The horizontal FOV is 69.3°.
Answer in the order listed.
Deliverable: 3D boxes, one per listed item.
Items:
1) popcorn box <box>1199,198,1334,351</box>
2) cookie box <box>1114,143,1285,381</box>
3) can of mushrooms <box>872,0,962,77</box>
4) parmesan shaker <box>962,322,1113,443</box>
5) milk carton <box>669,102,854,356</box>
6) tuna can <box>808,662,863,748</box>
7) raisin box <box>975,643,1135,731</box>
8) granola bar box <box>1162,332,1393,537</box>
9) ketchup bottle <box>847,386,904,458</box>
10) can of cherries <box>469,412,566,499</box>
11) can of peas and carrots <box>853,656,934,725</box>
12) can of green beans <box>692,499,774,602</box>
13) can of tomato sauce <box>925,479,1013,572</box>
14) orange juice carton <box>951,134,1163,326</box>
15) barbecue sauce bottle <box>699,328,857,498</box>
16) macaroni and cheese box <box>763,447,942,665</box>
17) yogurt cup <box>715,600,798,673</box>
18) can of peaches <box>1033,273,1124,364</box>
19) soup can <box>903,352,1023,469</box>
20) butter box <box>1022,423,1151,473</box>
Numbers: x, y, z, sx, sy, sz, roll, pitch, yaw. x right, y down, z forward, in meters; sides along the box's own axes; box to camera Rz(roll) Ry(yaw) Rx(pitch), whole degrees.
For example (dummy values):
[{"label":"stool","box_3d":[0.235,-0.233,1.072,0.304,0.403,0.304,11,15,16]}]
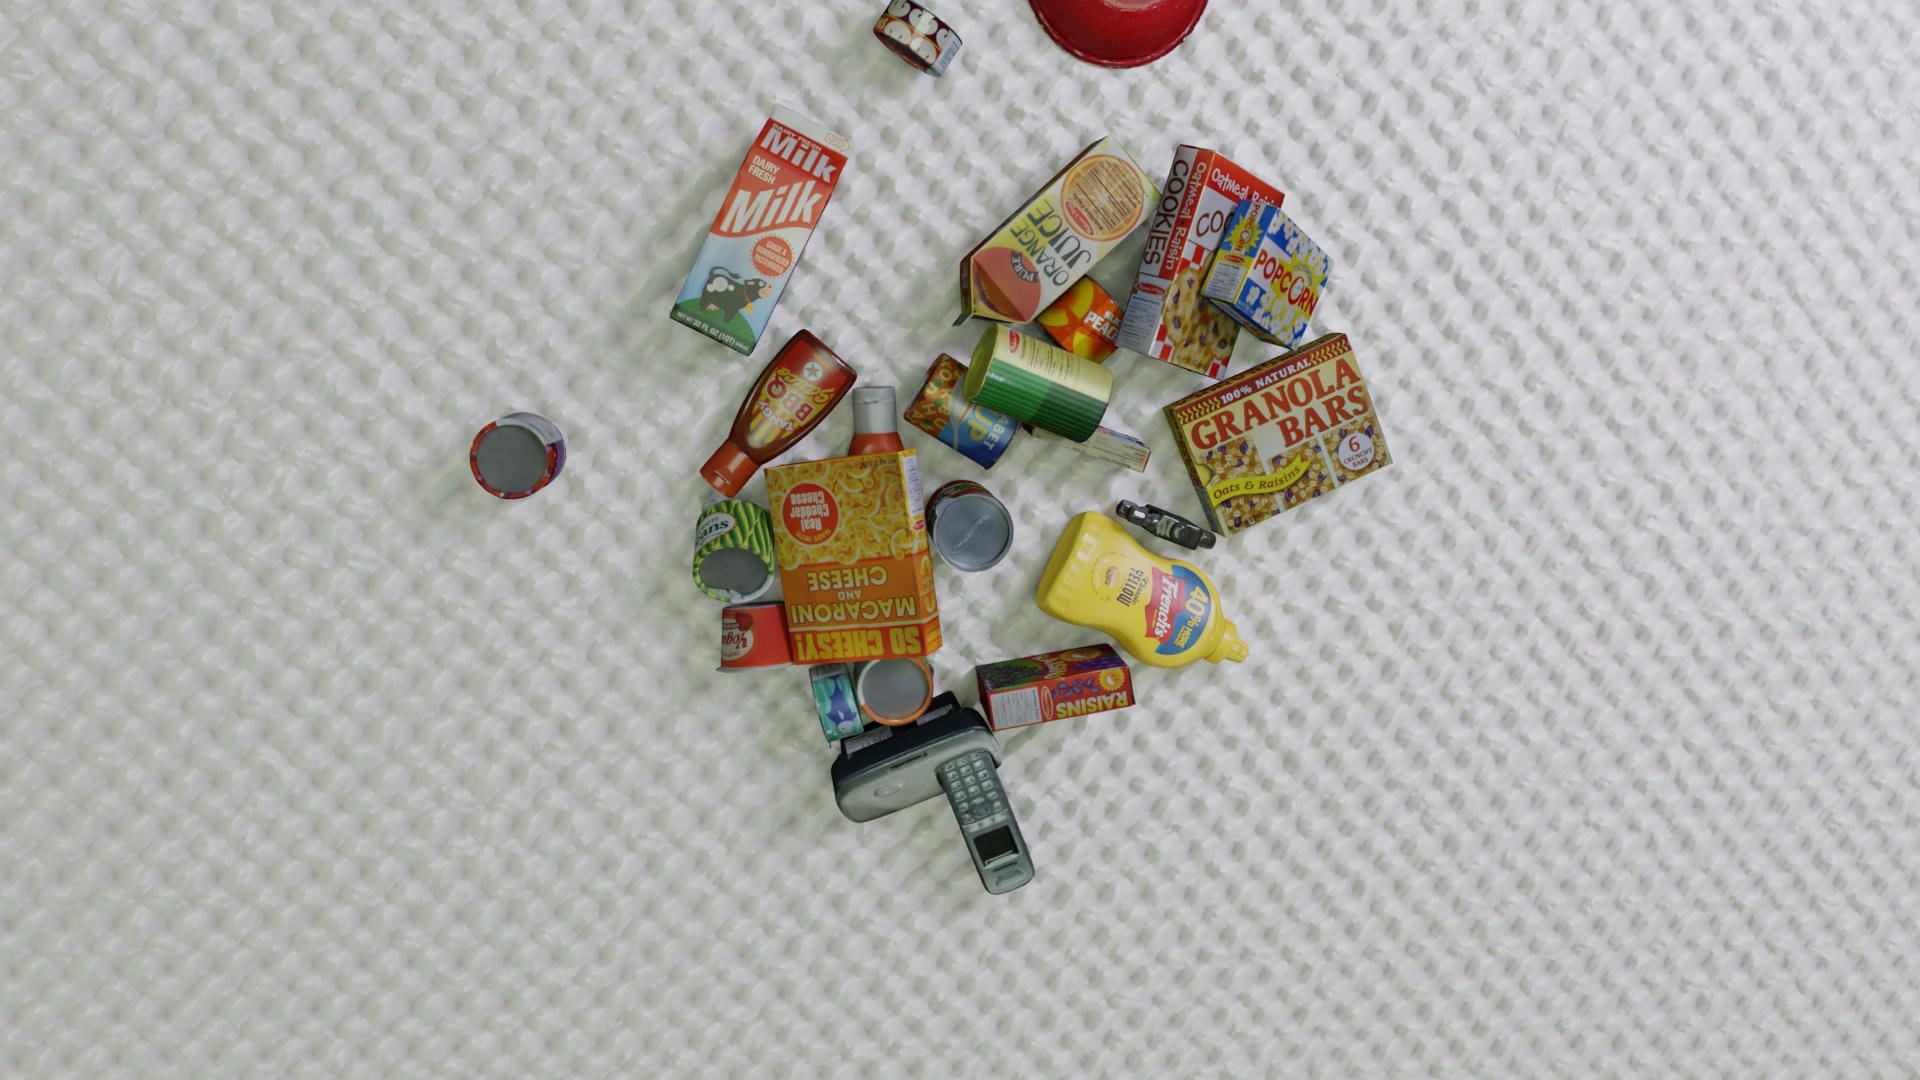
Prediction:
[{"label":"popcorn box","box_3d":[0.254,-0.217,1.146,0.126,0.038,0.085,19,95,-53]},{"label":"cookie box","box_3d":[0.198,-0.225,1.142,0.123,0.040,0.167,8,102,-51]},{"label":"can of mushrooms","box_3d":[-0.036,-0.402,1.105,0.071,0.071,0.033,32,96,-11]},{"label":"parmesan shaker","box_3d":[0.062,-0.123,1.109,0.103,0.071,0.071,20,97,-14]},{"label":"milk carton","box_3d":[-0.158,-0.248,1.112,0.072,0.073,0.190,26,95,-10]},{"label":"tuna can","box_3d":[-0.106,0.139,1.187,0.033,0.071,0.071,-15,101,-4]},{"label":"raisin box","box_3d":[0.080,0.126,1.198,0.123,0.086,0.040,-10,99,-5]},{"label":"granola bar box","box_3d":[0.277,-0.092,1.208,0.166,0.039,0.124,-24,101,-3]},{"label":"ketchup bottle","box_3d":[-0.070,-0.055,1.170,0.065,0.043,0.148,-1,100,3]},{"label":"can of cherries","box_3d":[-0.359,-0.066,1.127,0.071,0.058,0.071,-1,100,-7]},{"label":"can of peas and carrots","box_3d":[-0.055,0.120,1.195,0.071,0.059,0.070,-1,100,-6]},{"label":"can of green beans","box_3d":[-0.187,0.009,1.148,0.071,0.058,0.071,-3,130,-4]},{"label":"can of tomato sauce","box_3d":[0.004,-0.015,1.166,0.071,0.083,0.071,-1,100,-6]},{"label":"orange juice carton","box_3d":[0.067,-0.240,1.142,0.192,0.072,0.073,-42,102,1]},{"label":"barbecue sauce bottle","box_3d":[-0.155,-0.101,1.153,0.065,0.044,0.148,41,93,-8]},{"label":"macaroni and cheese box","box_3d":[-0.087,0.014,1.141,0.123,0.040,0.166,-6,97,20]},{"label":"yogurt cup","box_3d":[-0.171,0.080,1.173,0.072,0.072,0.054,-5,93,-6]},{"label":"can of peaches","box_3d":[0.104,-0.178,1.157,0.058,0.071,0.071,-41,102,3]},{"label":"soup can","box_3d":[0.005,-0.109,1.157,0.084,0.071,0.071,31,95,-11]},{"label":"butter box","box_3d":[0.107,-0.087,1.182,0.103,0.053,0.024,17,100,-9]}]
